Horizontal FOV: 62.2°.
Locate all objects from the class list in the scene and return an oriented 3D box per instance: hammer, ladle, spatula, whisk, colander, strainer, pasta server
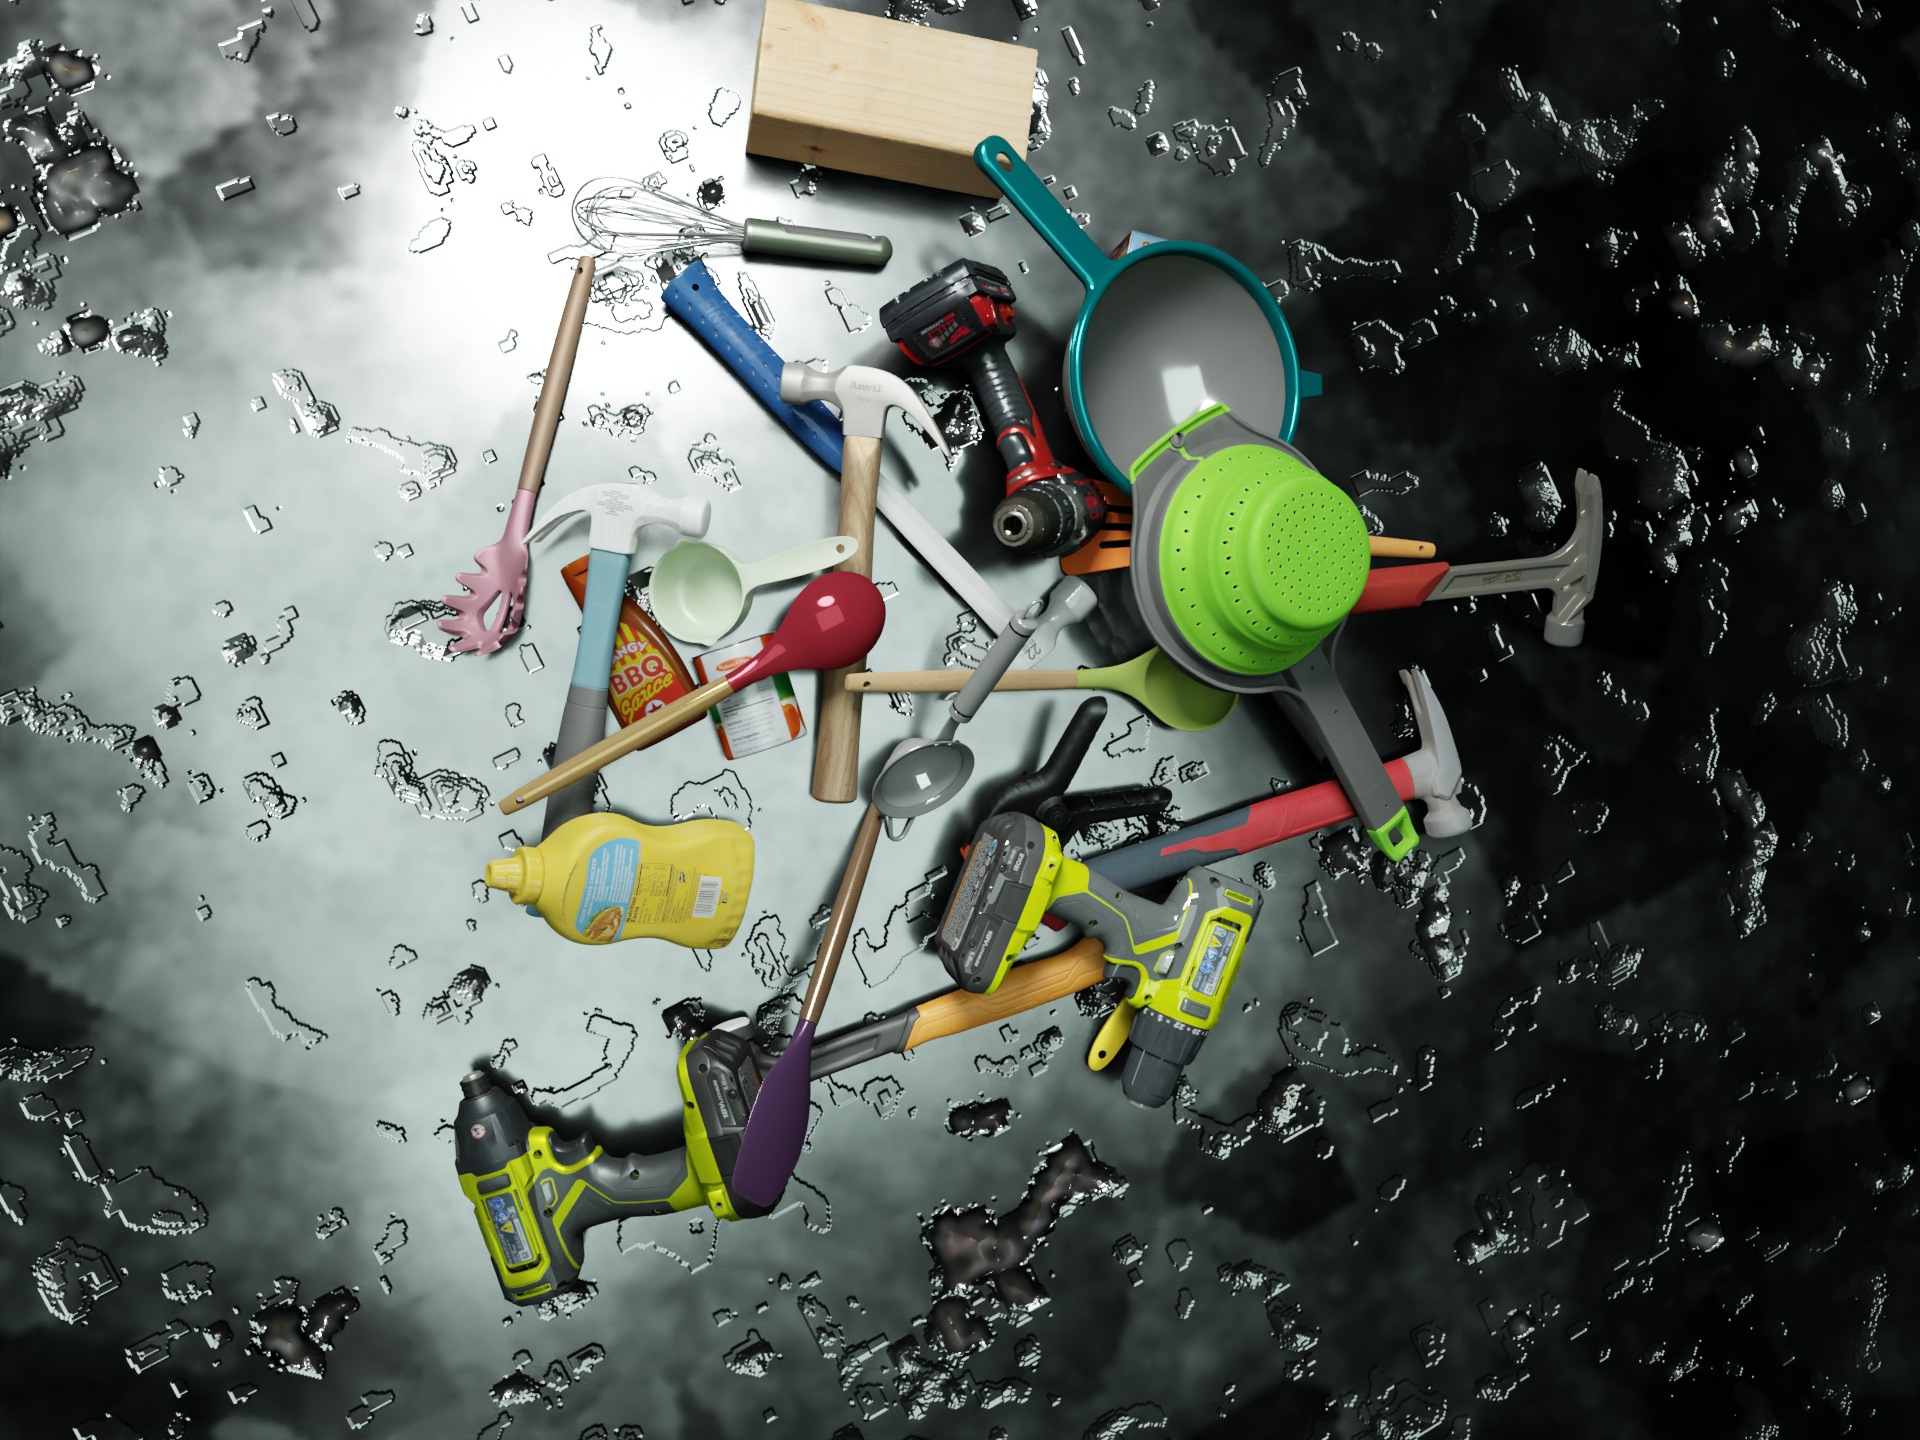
[{"bbox_3d":[-0.273,-0.012,1.167,0.128,0.033,0.331,12,99,4],"label":"hammer"},{"bbox_3d":[-0.191,-0.015,1.150,0.315,0.031,0.069,-30,104,-8],"label":"ladle"},{"bbox_3d":[0.240,-0.150,1.308,0.322,0.041,0.081,3,89,-15],"label":"spatula"},{"bbox_3d":[-0.172,-0.375,1.217,0.246,0.058,0.059,3,124,-15],"label":"whisk"},{"bbox_3d":[0.277,-0.055,1.208,0.204,0.094,0.397,-38,107,-21],"label":"colander"},{"bbox_3d":[0.114,-0.302,1.228,0.340,0.095,0.211,45,73,-19],"label":"strainer"},{"bbox_3d":[-0.080,-0.099,1.207,0.130,0.031,0.331,6,100,3],"label":"hammer"},{"bbox_3d":[-0.104,0.201,1.178,0.059,0.018,0.316,43,53,-40],"label":"spatula"},{"bbox_3d":[-0.079,-0.188,1.237,0.144,0.035,0.405,-45,98,-8],"label":"hammer"},{"bbox_3d":[0.069,-0.028,1.230,0.320,0.062,0.078,-1,107,-21],"label":"ladle"},{"bbox_3d":[0.353,-0.117,1.305,0.359,0.037,0.149,-6,113,-8],"label":"hammer"},{"bbox_3d":[0.226,0.075,1.295,0.386,0.038,0.143,-16,92,-11],"label":"hammer"},{"bbox_3d":[-0.321,-0.199,1.189,0.060,0.040,0.316,12,85,15],"label":"pasta server"},{"bbox_3d":[-0.017,0.243,1.248,0.337,0.034,0.127,-19,93,-11],"label":"hammer"},{"bbox_3d":[-0.002,-0.004,1.187,0.086,0.258,0.050,-1,52,-36],"label":"strainer"}]

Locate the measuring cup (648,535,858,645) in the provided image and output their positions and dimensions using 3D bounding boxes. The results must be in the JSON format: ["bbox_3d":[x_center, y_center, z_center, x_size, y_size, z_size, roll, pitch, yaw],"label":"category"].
[{"bbox_3d":[-0.151,-0.109,1.195,0.167,0.038,0.083,-15,93,11],"label":"measuring cup"}]

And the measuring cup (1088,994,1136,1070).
[{"bbox_3d":[0.152,0.217,1.283,0.062,0.029,0.156,36,82,-9],"label":"measuring cup"}]

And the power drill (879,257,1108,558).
[{"bbox_3d":[0.028,-0.224,1.187,0.080,0.188,0.226,-26,92,21],"label":"power drill"}]

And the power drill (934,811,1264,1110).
[{"bbox_3d":[0.103,0.182,1.216,0.228,0.080,0.190,22,90,-16],"label":"power drill"}]

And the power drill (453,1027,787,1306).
[{"bbox_3d":[-0.253,0.315,1.165,0.223,0.080,0.171,-18,94,4],"label":"power drill"}]
